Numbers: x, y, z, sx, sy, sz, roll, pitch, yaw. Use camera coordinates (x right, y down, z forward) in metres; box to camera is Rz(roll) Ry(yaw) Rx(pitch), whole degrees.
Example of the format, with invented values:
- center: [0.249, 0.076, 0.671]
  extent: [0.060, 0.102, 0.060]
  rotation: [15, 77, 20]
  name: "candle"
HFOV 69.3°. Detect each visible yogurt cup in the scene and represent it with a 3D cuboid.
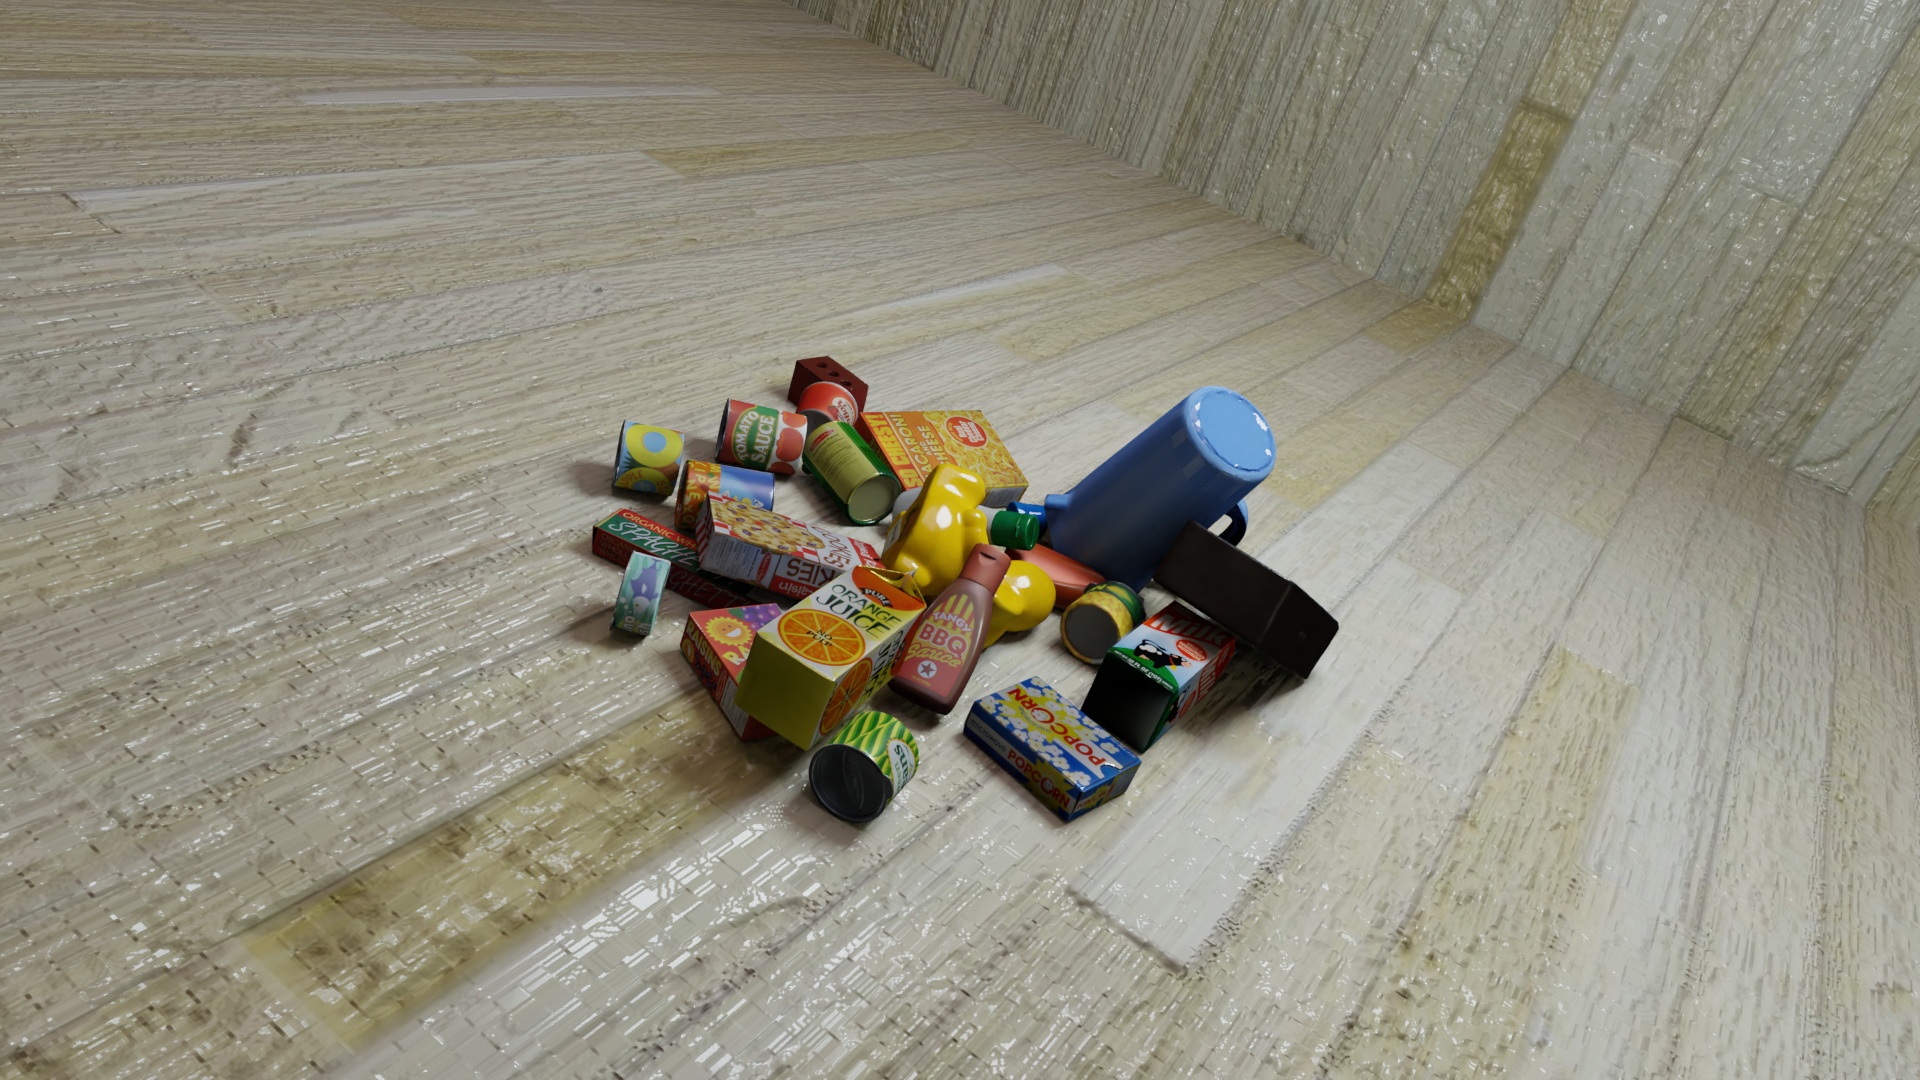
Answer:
- center: [-0.153, -0.134, 1.534]
  extent: [0.072, 0.072, 0.054]
  rotation: [20, 36, 1]
  name: "yogurt cup"

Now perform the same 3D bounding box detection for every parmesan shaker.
- center: [-0.115, -0.068, 1.442]
  extent: [0.071, 0.071, 0.103]
  rotation: [-3, 37, -36]
  name: "parmesan shaker"

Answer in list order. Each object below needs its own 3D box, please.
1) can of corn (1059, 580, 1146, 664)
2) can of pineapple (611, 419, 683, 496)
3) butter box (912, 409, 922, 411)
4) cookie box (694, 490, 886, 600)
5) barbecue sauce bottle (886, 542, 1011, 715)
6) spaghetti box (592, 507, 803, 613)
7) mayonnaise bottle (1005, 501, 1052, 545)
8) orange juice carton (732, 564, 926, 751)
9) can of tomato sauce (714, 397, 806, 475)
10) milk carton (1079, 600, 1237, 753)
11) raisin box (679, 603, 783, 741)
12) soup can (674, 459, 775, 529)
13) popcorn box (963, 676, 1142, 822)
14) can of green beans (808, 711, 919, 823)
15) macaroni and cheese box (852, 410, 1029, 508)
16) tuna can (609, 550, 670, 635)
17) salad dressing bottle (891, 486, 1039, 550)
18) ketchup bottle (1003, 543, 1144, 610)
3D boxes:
- center: [0.135, 0.078, 1.339]
  extent: [0.071, 0.070, 0.058]
  rotation: [30, 30, 19]
  name: "can of corn"
- center: [-0.302, -0.078, 1.340]
  extent: [0.058, 0.070, 0.071]
  rotation: [10, 30, -17]
  name: "can of pineapple"
- center: [-0.068, -0.125, 1.609]
  extent: [0.104, 0.024, 0.053]
  rotation: [-13, 43, -45]
  name: "butter box"
- center: [-0.151, 0.013, 1.249]
  extent: [0.167, 0.040, 0.123]
  rotation: [19, 13, -18]
  name: "cookie box"
- center: [-0.004, 0.073, 1.198]
  extent: [0.065, 0.043, 0.149]
  rotation: [24, 70, 13]
  name: "barbecue sauce bottle"
- center: [-0.208, 0.039, 1.233]
  extent: [0.250, 0.028, 0.050]
  rotation: [24, 28, 8]
  name: "spaghetti box"
- center: [0.121, -0.017, 1.521]
  extent: [0.148, 0.041, 0.065]
  rotation: [6, 33, -24]
  name: "mayonnaise bottle"
- center: [-0.091, 0.082, 1.104]
  extent: [0.073, 0.071, 0.193]
  rotation: [30, 29, 14]
  name: "orange juice carton"
- center: [-0.208, -0.107, 1.447]
  extent: [0.083, 0.070, 0.071]
  rotation: [12, 29, -15]
  name: "can of tomato sauce"
- center: [0.195, 0.117, 1.300]
  extent: [0.072, 0.073, 0.191]
  rotation: [32, 30, 20]
  name: "milk carton"
- center: [-0.164, 0.105, 1.135]
  extent: [0.086, 0.040, 0.124]
  rotation: [-6, 38, -37]
  name: "raisin box"
- center: [-0.224, -0.036, 1.317]
  extent: [0.084, 0.071, 0.071]
  rotation: [9, 30, -17]
  name: "soup can"
- center: [0.076, 0.173, 1.167]
  extent: [0.127, 0.038, 0.085]
  rotation: [37, 32, 30]
  name: "popcorn box"
- center: [-0.072, 0.170, 1.050]
  extent: [0.071, 0.071, 0.058]
  rotation: [27, 29, 14]
  name: "can of green beans"
- center: [-0.023, -0.088, 1.535]
  extent: [0.167, 0.040, 0.124]
  rotation: [-5, 50, -36]
  name: "macaroni and cheese box"
- center: [-0.265, 0.046, 1.149]
  extent: [0.033, 0.070, 0.071]
  rotation: [16, 28, -9]
  name: "tuna can"
- center: [0.005, -0.018, 1.396]
  extent: [0.148, 0.064, 0.044]
  rotation: [10, 4, 25]
  name: "salad dressing bottle"
- center: [0.111, 0.045, 1.404]
  extent: [0.149, 0.043, 0.065]
  rotation: [23, 31, 6]
  name: "ketchup bottle"
